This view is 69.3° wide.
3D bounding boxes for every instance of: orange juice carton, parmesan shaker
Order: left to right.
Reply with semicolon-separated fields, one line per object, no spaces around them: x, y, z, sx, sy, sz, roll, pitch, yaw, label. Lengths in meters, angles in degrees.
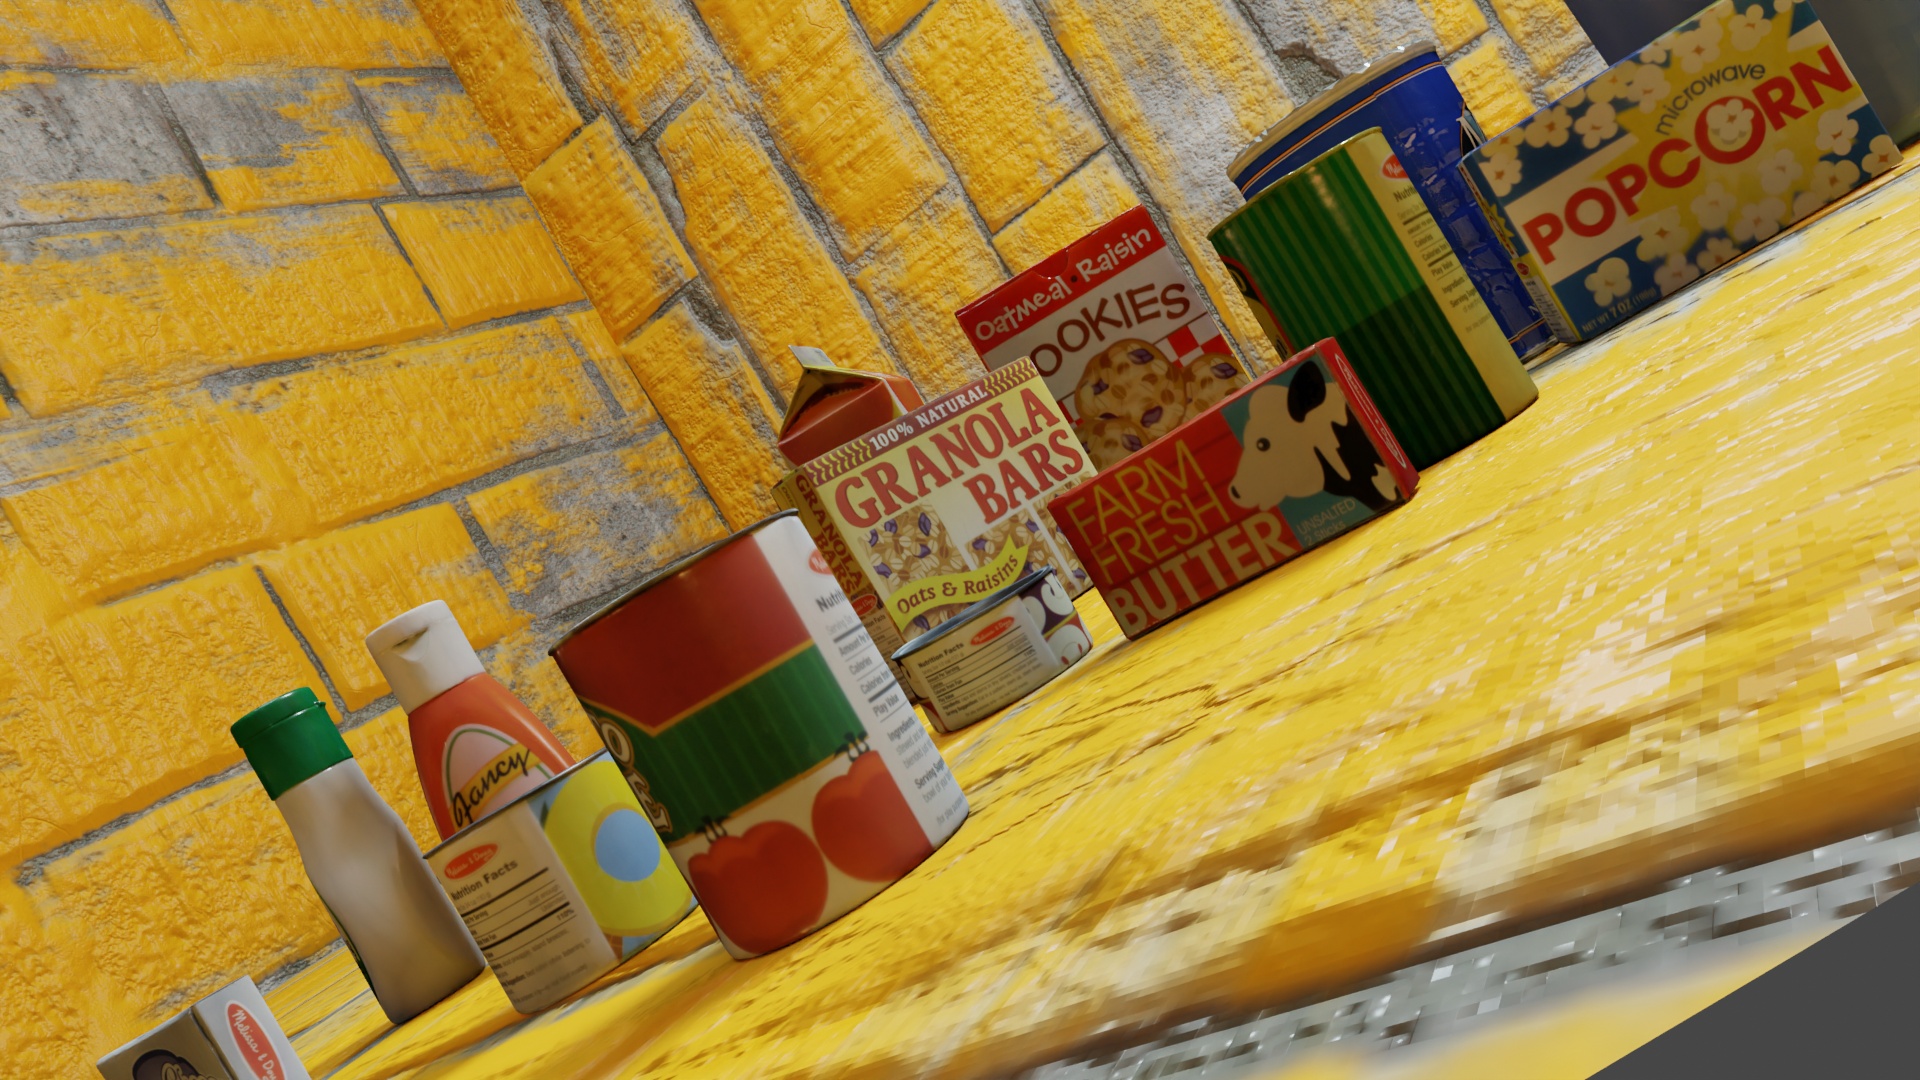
-0.037;-0.025;0.770;0.073;0.192;0.072;-31;0;11;orange juice carton
0.136;-0.075;0.465;0.071;0.103;0.071;-31;0;0;parmesan shaker

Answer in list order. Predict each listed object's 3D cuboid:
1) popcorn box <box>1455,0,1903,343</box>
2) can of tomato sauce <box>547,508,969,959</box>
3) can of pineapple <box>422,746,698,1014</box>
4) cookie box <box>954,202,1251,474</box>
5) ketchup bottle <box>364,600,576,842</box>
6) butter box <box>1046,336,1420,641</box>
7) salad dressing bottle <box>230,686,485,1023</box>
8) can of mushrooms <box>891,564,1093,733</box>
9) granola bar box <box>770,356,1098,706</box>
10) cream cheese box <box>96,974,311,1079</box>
0.266;-0.142;0.524;0.126;0.085;0.038;-31;0;12;popcorn box
-0.048;0.045;0.327;0.071;0.083;0.071;-31;0;0;can of tomato sauce
-0.121;0.103;0.434;0.071;0.058;0.071;-31;0;0;can of pineapple
0.092;-0.087;0.787;0.123;0.167;0.040;-31;0;2;cookie box
-0.201;0.098;0.595;0.065;0.149;0.043;-31;0;-14;ketchup bottle
0.082;-0.014;0.430;0.103;0.053;0.024;-31;0;30;butter box
-0.264;0.135;0.606;0.044;0.147;0.064;-31;0;-14;salad dressing bottle
0.012;0.038;0.496;0.071;0.033;0.071;-31;0;0;can of mushrooms
0.003;-0.009;0.701;0.166;0.124;0.039;-31;0;-40;granola bar box
-0.284;0.202;0.521;0.103;0.053;0.024;-31;0;36;cream cheese box
